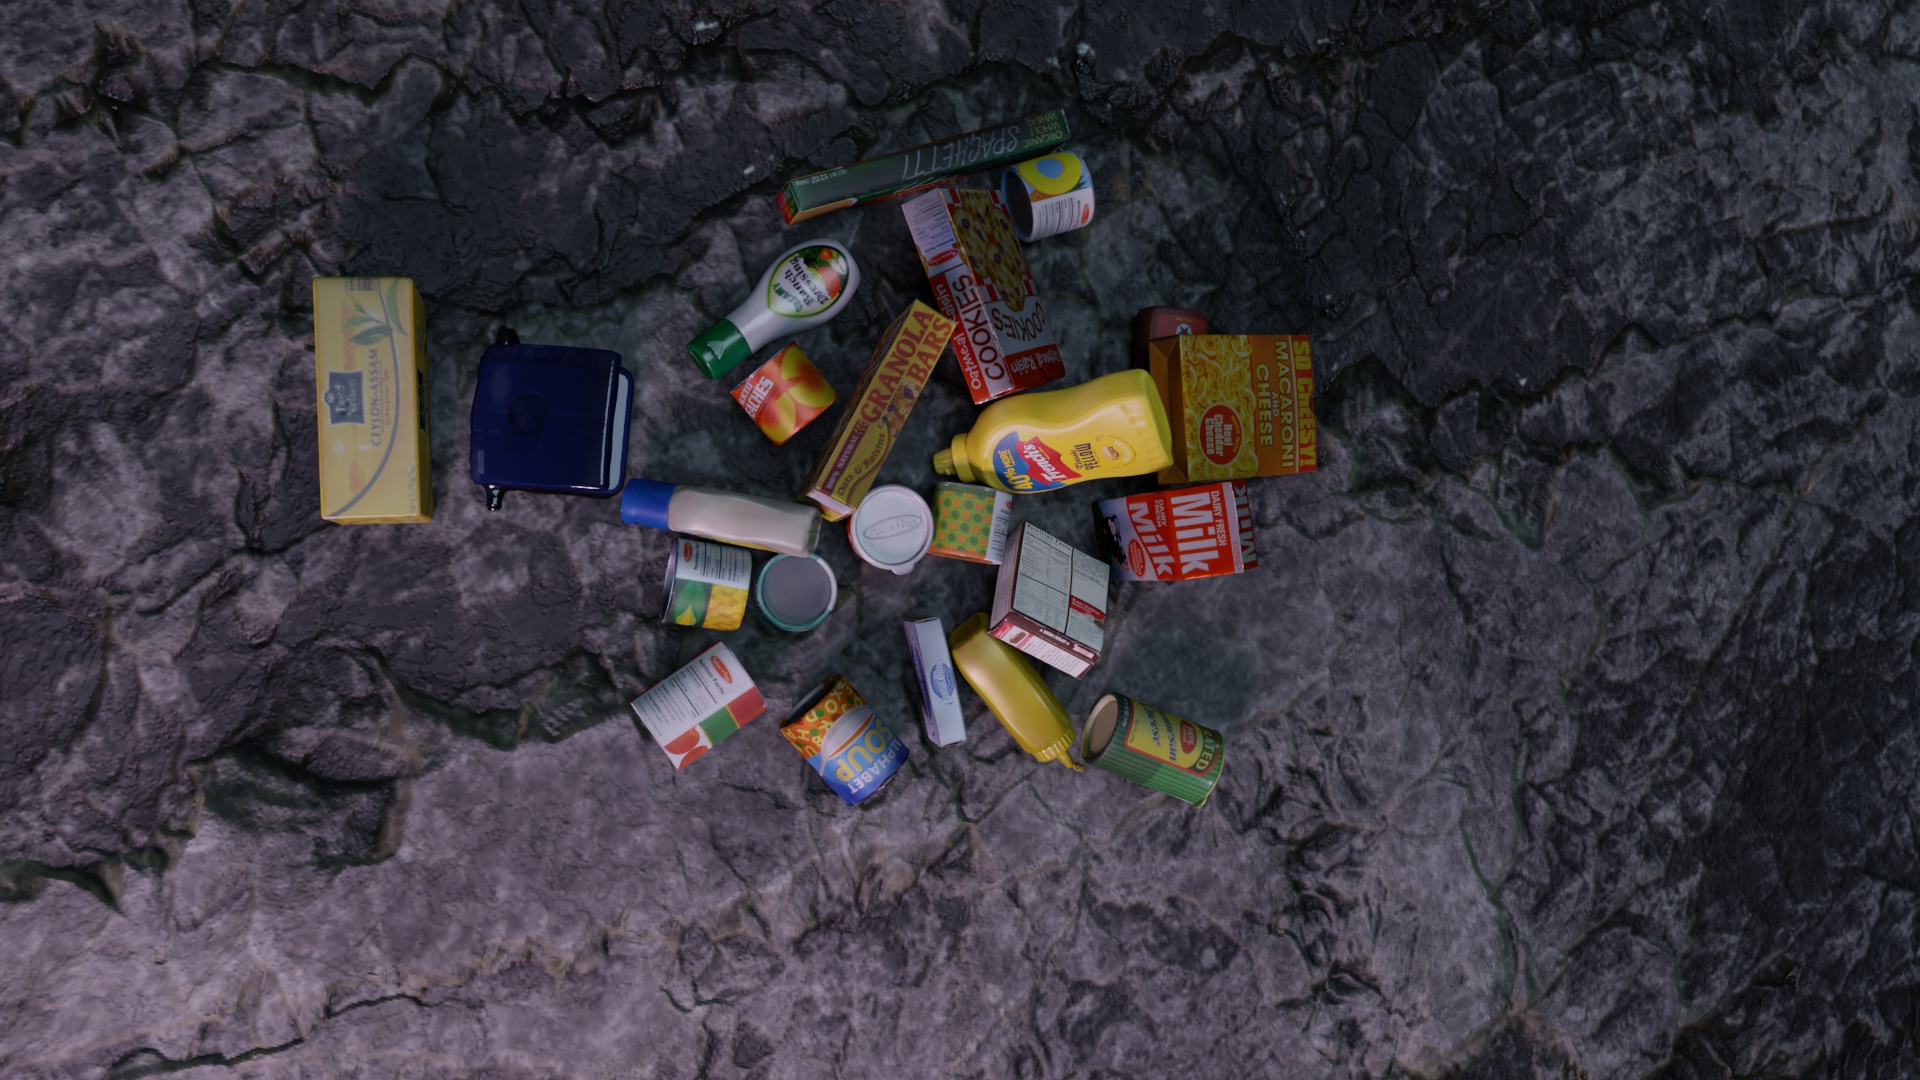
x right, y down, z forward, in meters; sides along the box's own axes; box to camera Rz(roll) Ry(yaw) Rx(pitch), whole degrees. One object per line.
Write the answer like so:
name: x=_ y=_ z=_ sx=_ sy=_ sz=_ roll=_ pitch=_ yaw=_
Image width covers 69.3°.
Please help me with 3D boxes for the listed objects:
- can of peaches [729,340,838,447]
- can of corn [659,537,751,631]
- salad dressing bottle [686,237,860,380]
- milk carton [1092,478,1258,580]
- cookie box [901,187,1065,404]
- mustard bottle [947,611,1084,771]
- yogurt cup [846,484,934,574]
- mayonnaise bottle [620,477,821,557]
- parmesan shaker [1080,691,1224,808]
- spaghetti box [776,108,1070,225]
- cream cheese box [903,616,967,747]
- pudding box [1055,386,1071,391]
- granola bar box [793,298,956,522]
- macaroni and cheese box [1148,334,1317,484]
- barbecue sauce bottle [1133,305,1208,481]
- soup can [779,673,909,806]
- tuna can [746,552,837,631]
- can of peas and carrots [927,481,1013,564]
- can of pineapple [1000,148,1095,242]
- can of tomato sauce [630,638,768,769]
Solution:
can of peaches: x=-0.140 y=-0.114 z=1.096 sx=0.071 sy=0.071 sz=0.058 roll=-42 pitch=100 yaw=-15
can of corn: x=-0.197 y=0.036 z=1.074 sx=0.058 sy=0.071 sz=0.071 roll=10 pitch=85 yaw=-17
salad dressing bottle: x=-0.149 y=-0.184 z=1.109 sx=0.148 sy=0.044 sz=0.064 roll=-39 pitch=94 yaw=-15
milk carton: x=0.179 y=-0.007 z=1.125 sx=0.073 sy=0.190 sz=0.072 roll=-9 pitch=90 yaw=-17
cookie box: x=0.023 y=-0.200 z=1.127 sx=0.040 sy=0.123 sz=0.167 roll=-19 pitch=94 yaw=27
mustard bottle: x=0.051 y=0.134 z=1.144 sx=0.049 sy=0.065 sz=0.160 roll=-36 pitch=101 yaw=7
yogurt cup: x=-0.060 y=-0.010 z=1.122 sx=0.072 sy=0.054 sz=0.072 roll=1 pitch=87 yaw=-17
mayonnaise bottle: x=-0.184 y=-0.019 z=1.070 sx=0.148 sy=0.065 sz=0.041 roll=10 pitch=89 yaw=3
parmesan shaker: x=0.162 y=0.177 z=1.173 sx=0.103 sy=0.071 sz=0.071 roll=22 pitch=81 yaw=-15
spaghetti box: x=-0.028 y=-0.311 z=1.150 sx=0.251 sy=0.050 sz=0.028 roll=-20 pitch=95 yaw=-17
cream cheese box: x=-0.021 y=0.113 z=1.129 sx=0.024 sy=0.053 sz=0.103 roll=-13 pitch=91 yaw=-12
pudding box: x=0.114 y=-0.099 z=1.183 sx=0.084 sy=0.049 sz=0.030 roll=26 pitch=82 yaw=-14
granola bar box: x=-0.069 y=-0.097 z=1.087 sx=0.039 sy=0.124 sz=0.166 roll=29 pitch=80 yaw=-11
macaroni and cheese box: x=0.238 y=-0.114 z=1.197 sx=0.167 sy=0.040 sz=0.123 roll=-6 pitch=93 yaw=-36
barbecue sauce bottle: x=0.181 y=-0.126 z=1.208 sx=0.065 sy=0.043 sz=0.148 roll=5 pitch=86 yaw=-24
soup can: x=-0.091 y=0.157 z=1.095 sx=0.071 sy=0.071 sz=0.083 roll=-43 pitch=99 yaw=-14
tuna can: x=-0.135 y=0.040 z=1.108 sx=0.071 sy=0.033 sz=0.071 roll=1 pitch=87 yaw=-18
can of peas and carrots: x=0.004 y=-0.014 z=1.138 sx=0.071 sy=0.071 sz=0.059 roll=10 pitch=85 yaw=-16
can of pineapple: x=0.072 y=-0.292 z=1.173 sx=0.058 sy=0.071 sz=0.071 roll=-20 pitch=93 yaw=-17
can of tomato sauce: x=-0.200 y=0.127 z=1.068 sx=0.083 sy=0.071 sz=0.071 roll=-35 pitch=98 yaw=-15
